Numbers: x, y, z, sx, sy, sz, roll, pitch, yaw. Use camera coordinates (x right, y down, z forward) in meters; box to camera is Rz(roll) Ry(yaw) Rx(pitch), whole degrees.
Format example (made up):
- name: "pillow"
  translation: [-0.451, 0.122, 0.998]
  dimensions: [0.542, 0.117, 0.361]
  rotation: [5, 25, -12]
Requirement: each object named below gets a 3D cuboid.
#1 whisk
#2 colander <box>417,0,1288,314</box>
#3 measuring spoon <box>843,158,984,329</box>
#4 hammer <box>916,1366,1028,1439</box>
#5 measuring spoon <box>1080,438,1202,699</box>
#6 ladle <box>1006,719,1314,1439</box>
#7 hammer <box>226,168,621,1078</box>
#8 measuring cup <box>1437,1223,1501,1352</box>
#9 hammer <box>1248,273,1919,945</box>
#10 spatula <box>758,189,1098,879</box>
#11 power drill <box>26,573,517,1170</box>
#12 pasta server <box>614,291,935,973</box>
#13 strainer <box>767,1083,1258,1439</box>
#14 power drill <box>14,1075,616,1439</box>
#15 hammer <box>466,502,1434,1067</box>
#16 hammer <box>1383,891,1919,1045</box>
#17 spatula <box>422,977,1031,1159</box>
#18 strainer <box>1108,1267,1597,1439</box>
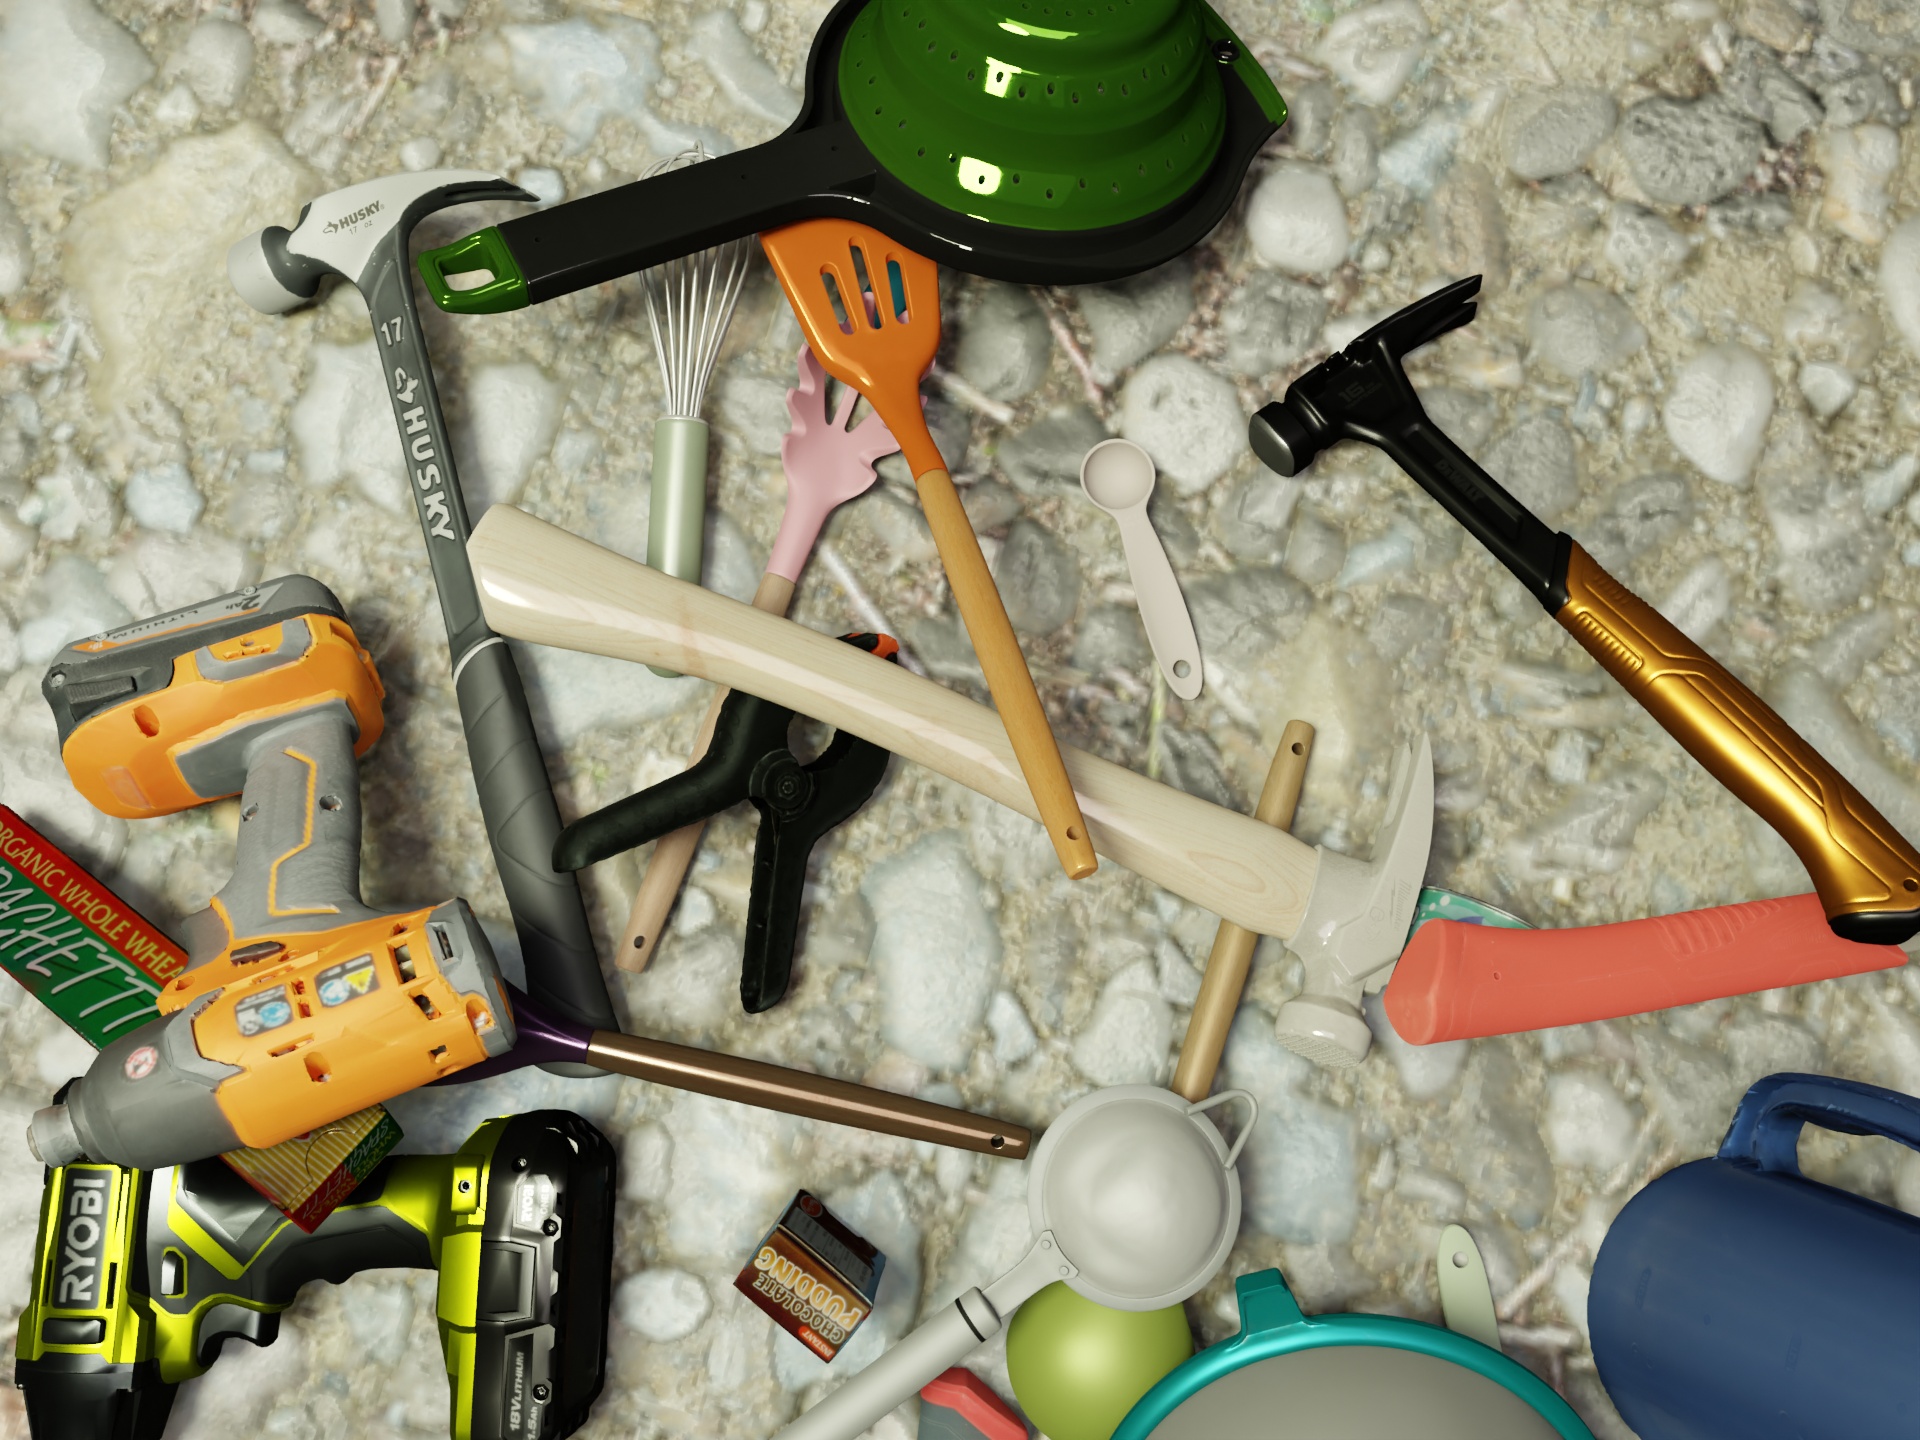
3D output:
- name: "whisk"
  translation: [-0.126, -0.141, 0.719]
  dimensions: [0.057, 0.059, 0.246]
  rotation: [4, 85, -17]
- name: "colander"
  translation: [-0.036, -0.264, 0.664]
  dimensions: [0.397, 0.094, 0.205]
  rotation: [-24, 68, -17]
- name: "measuring spoon"
  translation: [-0.021, -0.222, 0.743]
  dimensions: [0.042, 0.021, 0.128]
  rotation: [32, 81, 5]
- name: "hammer"
  translation: [-0.031, 0.459, 0.624]
  dimensions: [0.143, 0.038, 0.386]
  rotation: [4, 81, 2]
- name: "measuring spoon"
  translation: [0.085, -0.068, 0.726]
  dimensions: [0.034, 0.018, 0.124]
  rotation: [-18, 88, -4]
- name: "ladle"
  translation: [0.098, 0.149, 0.681]
  dimensions: [0.078, 0.062, 0.320]
  rotation: [20, 74, -1]
- name: "hammer"
  translation: [-0.209, -0.045, 0.692]
  dimensions: [0.149, 0.036, 0.409]
  rotation: [-18, 84, 19]
- name: "measuring cup"
  translation: [0.225, 0.294, 0.652]
  dimensions: [0.083, 0.038, 0.168]
  rotation: [-10, 83, -2]
- name: "hammer"
  translation: [0.274, -0.049, 0.666]
  dimensions: [0.127, 0.034, 0.337]
  rotation: [-35, 66, -6]
- name: "spatula"
  translation: [-0.004, -0.085, 0.653]
  dimensions: [0.081, 0.041, 0.323]
  rotation: [-14, 65, -13]
- name: "power drill"
  translation: [-0.283, 0.060, 0.615]
  dimensions: [0.164, 0.084, 0.227]
  rotation: [-21, 57, -17]
- name: "pasta server"
  translation: [-0.089, -0.039, 0.705]
  dimensions: [0.060, 0.040, 0.316]
  rotation: [22, 82, -11]
- name: "strainer"
  translation: [0.015, 0.225, 0.611]
  dimensions: [0.258, 0.050, 0.087]
  rotation: [-35, 84, -5]
- name: "power drill"
  translation: [-0.261, 0.233, 0.642]
  dimensions: [0.223, 0.080, 0.171]
  rotation: [1, 80, 3]
- name: "hammer"
  translation: [-0.001, -0.002, 0.656]
  dimensions: [0.410, 0.038, 0.146]
  rotation: [23, 70, -4]
- name: "hammer"
  translation: [0.340, 0.099, 0.646]
  dimensions: [0.359, 0.036, 0.149]
  rotation: [-6, 79, -17]
- name: "spatula"
  translation: [-0.126, 0.141, 0.650]
  dimensions: [0.316, 0.018, 0.060]
  rotation: [12, 91, 0]
- name: "strainer"
  translation: [0.205, 0.362, 0.577]
  dimensions: [0.340, 0.095, 0.211]
  rotation: [27, 102, 0]
